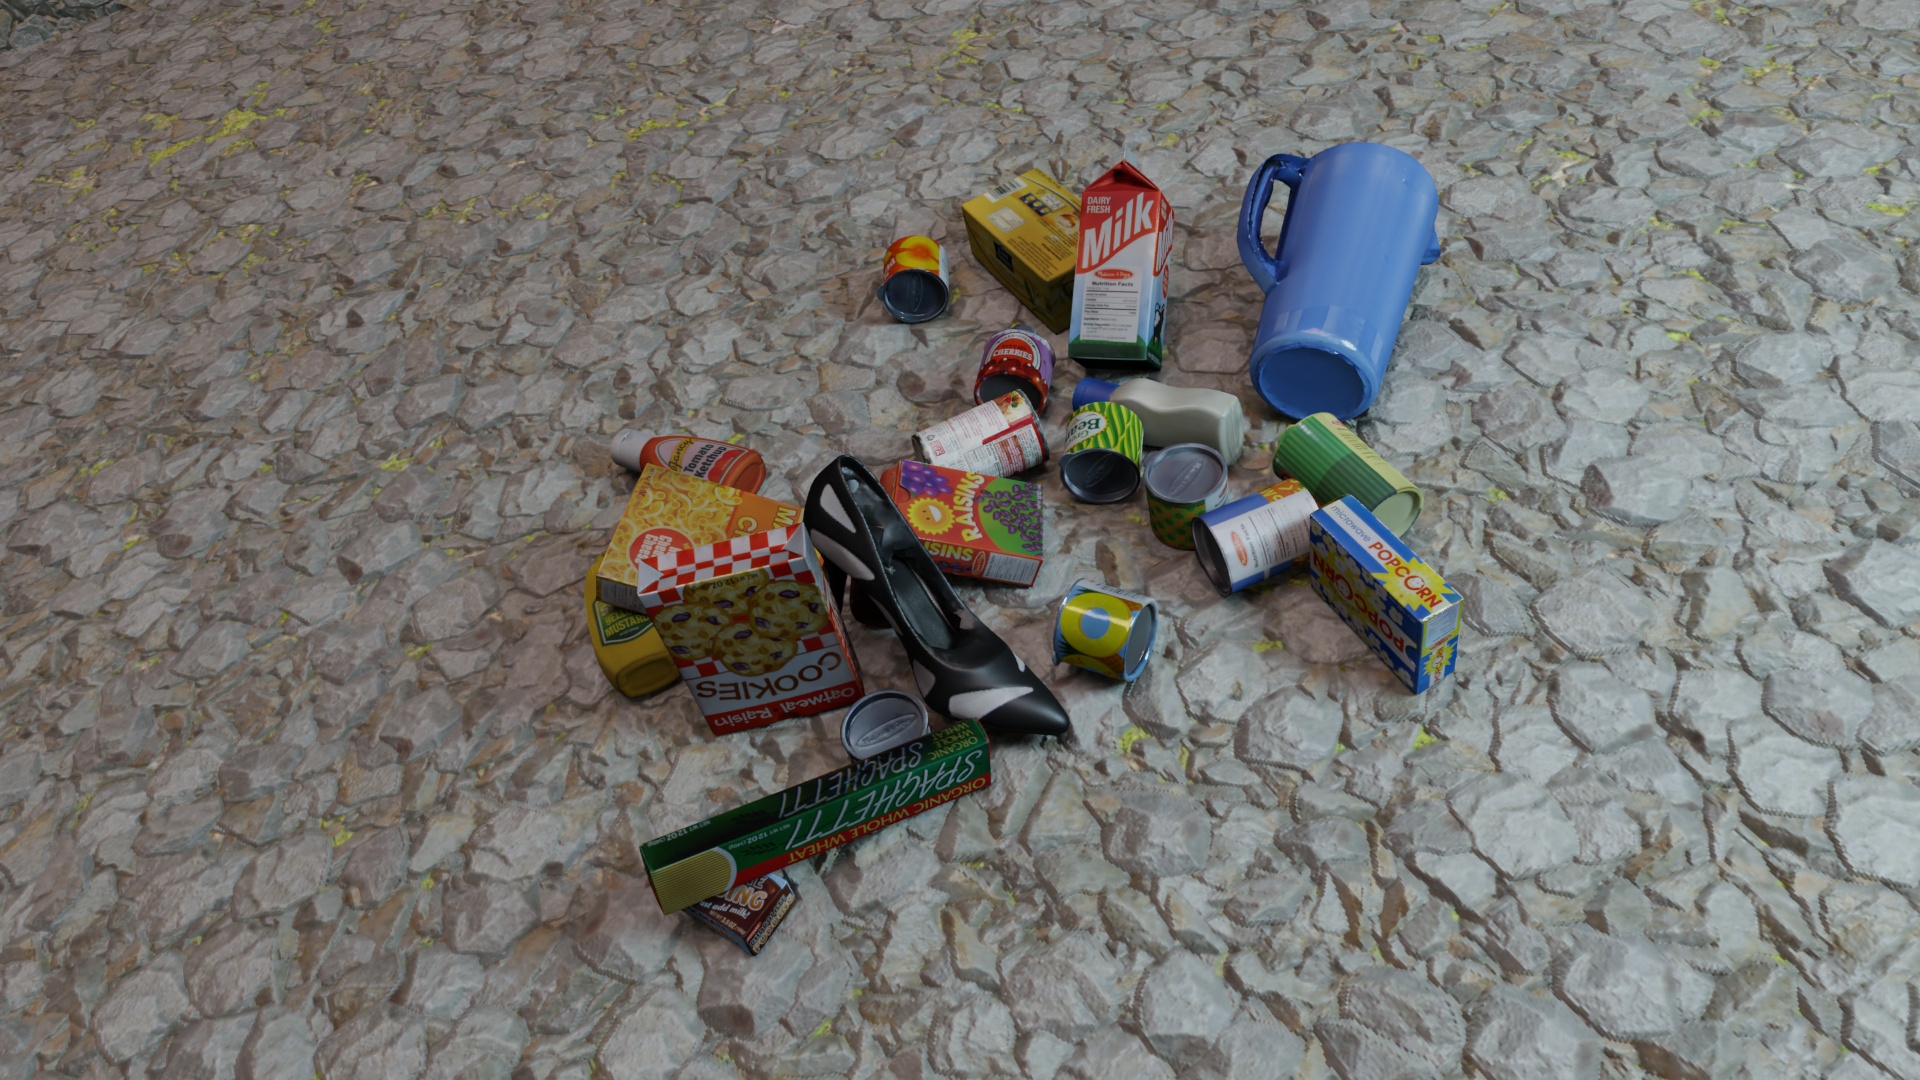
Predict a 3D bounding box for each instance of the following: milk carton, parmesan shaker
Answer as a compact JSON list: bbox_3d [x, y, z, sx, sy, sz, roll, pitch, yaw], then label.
[{"bbox_3d":[0.147,-0.252,1.245,0.073,0.072,0.190,5,90,19],"label":"milk carton"},{"bbox_3d":[0.300,-0.046,1.087,0.071,0.071,0.103,-28,48,-11],"label":"parmesan shaker"}]

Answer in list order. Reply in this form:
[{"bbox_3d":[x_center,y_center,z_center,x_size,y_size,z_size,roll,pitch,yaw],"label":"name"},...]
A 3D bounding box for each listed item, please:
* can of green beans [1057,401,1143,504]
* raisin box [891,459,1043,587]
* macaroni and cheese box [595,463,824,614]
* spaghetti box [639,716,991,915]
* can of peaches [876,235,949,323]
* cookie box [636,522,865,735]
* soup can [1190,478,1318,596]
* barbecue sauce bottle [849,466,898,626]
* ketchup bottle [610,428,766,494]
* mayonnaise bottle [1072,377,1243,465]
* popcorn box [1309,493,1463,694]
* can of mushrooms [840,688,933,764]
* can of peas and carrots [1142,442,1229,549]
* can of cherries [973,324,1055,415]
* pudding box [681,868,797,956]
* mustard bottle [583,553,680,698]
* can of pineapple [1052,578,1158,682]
[{"bbox_3d":[0.119,-0.074,1.162,0.071,0.071,0.058,-2,48,13],"label":"can of green beans"},{"bbox_3d":[0.004,-0.014,1.126,0.123,0.039,0.086,10,48,-7],"label":"raisin box"},{"bbox_3d":[-0.198,0.014,1.141,0.166,0.040,0.124,16,51,-3],"label":"macaroni and cheese box"},{"bbox_3d":[-0.094,0.188,0.961,0.251,0.050,0.029,-19,42,-17],"label":"spaghetti box"},{"bbox_3d":[-0.047,-0.259,1.372,0.071,0.071,0.058,-7,47,8],"label":"can of peaches"},{"bbox_3d":[-0.151,0.070,1.032,0.123,0.166,0.040,-13,44,3],"label":"cookie box"},{"bbox_3d":[0.229,-0.003,1.072,0.084,0.071,0.071,-22,47,-7],"label":"soup can"},{"bbox_3d":[-0.055,0.002,1.154,0.065,0.043,0.149,-1,47,5],"label":"barbecue sauce bottle"},{"bbox_3d":[-0.253,-0.068,1.269,0.149,0.043,0.065,16,55,27],"label":"ketchup bottle"},{"bbox_3d":[0.167,-0.108,1.187,0.148,0.064,0.041,18,52,32],"label":"mayonnaise bottle"},{"bbox_3d":[0.304,0.037,1.001,0.038,0.084,0.127,-26,47,-11],"label":"popcorn box"},{"bbox_3d":[-0.052,0.147,1.027,0.071,0.033,0.071,-7,47,8],"label":"can of mushrooms"},{"bbox_3d":[0.181,-0.036,1.117,0.071,0.058,0.071,-8,47,8],"label":"can of peas and carrots"},{"bbox_3d":[0.048,-0.149,1.246,0.071,0.071,0.059,2,49,16],"label":"can of cherries"},{"bbox_3d":[-0.162,0.246,0.968,0.084,0.030,0.050,22,56,30],"label":"pudding box"},{"bbox_3d":[-0.282,0.060,1.155,0.065,0.048,0.161,-23,47,-14],"label":"mustard bottle"},{"bbox_3d":[0.108,0.069,1.037,0.058,0.070,0.071,15,54,26],"label":"can of pineapple"}]
